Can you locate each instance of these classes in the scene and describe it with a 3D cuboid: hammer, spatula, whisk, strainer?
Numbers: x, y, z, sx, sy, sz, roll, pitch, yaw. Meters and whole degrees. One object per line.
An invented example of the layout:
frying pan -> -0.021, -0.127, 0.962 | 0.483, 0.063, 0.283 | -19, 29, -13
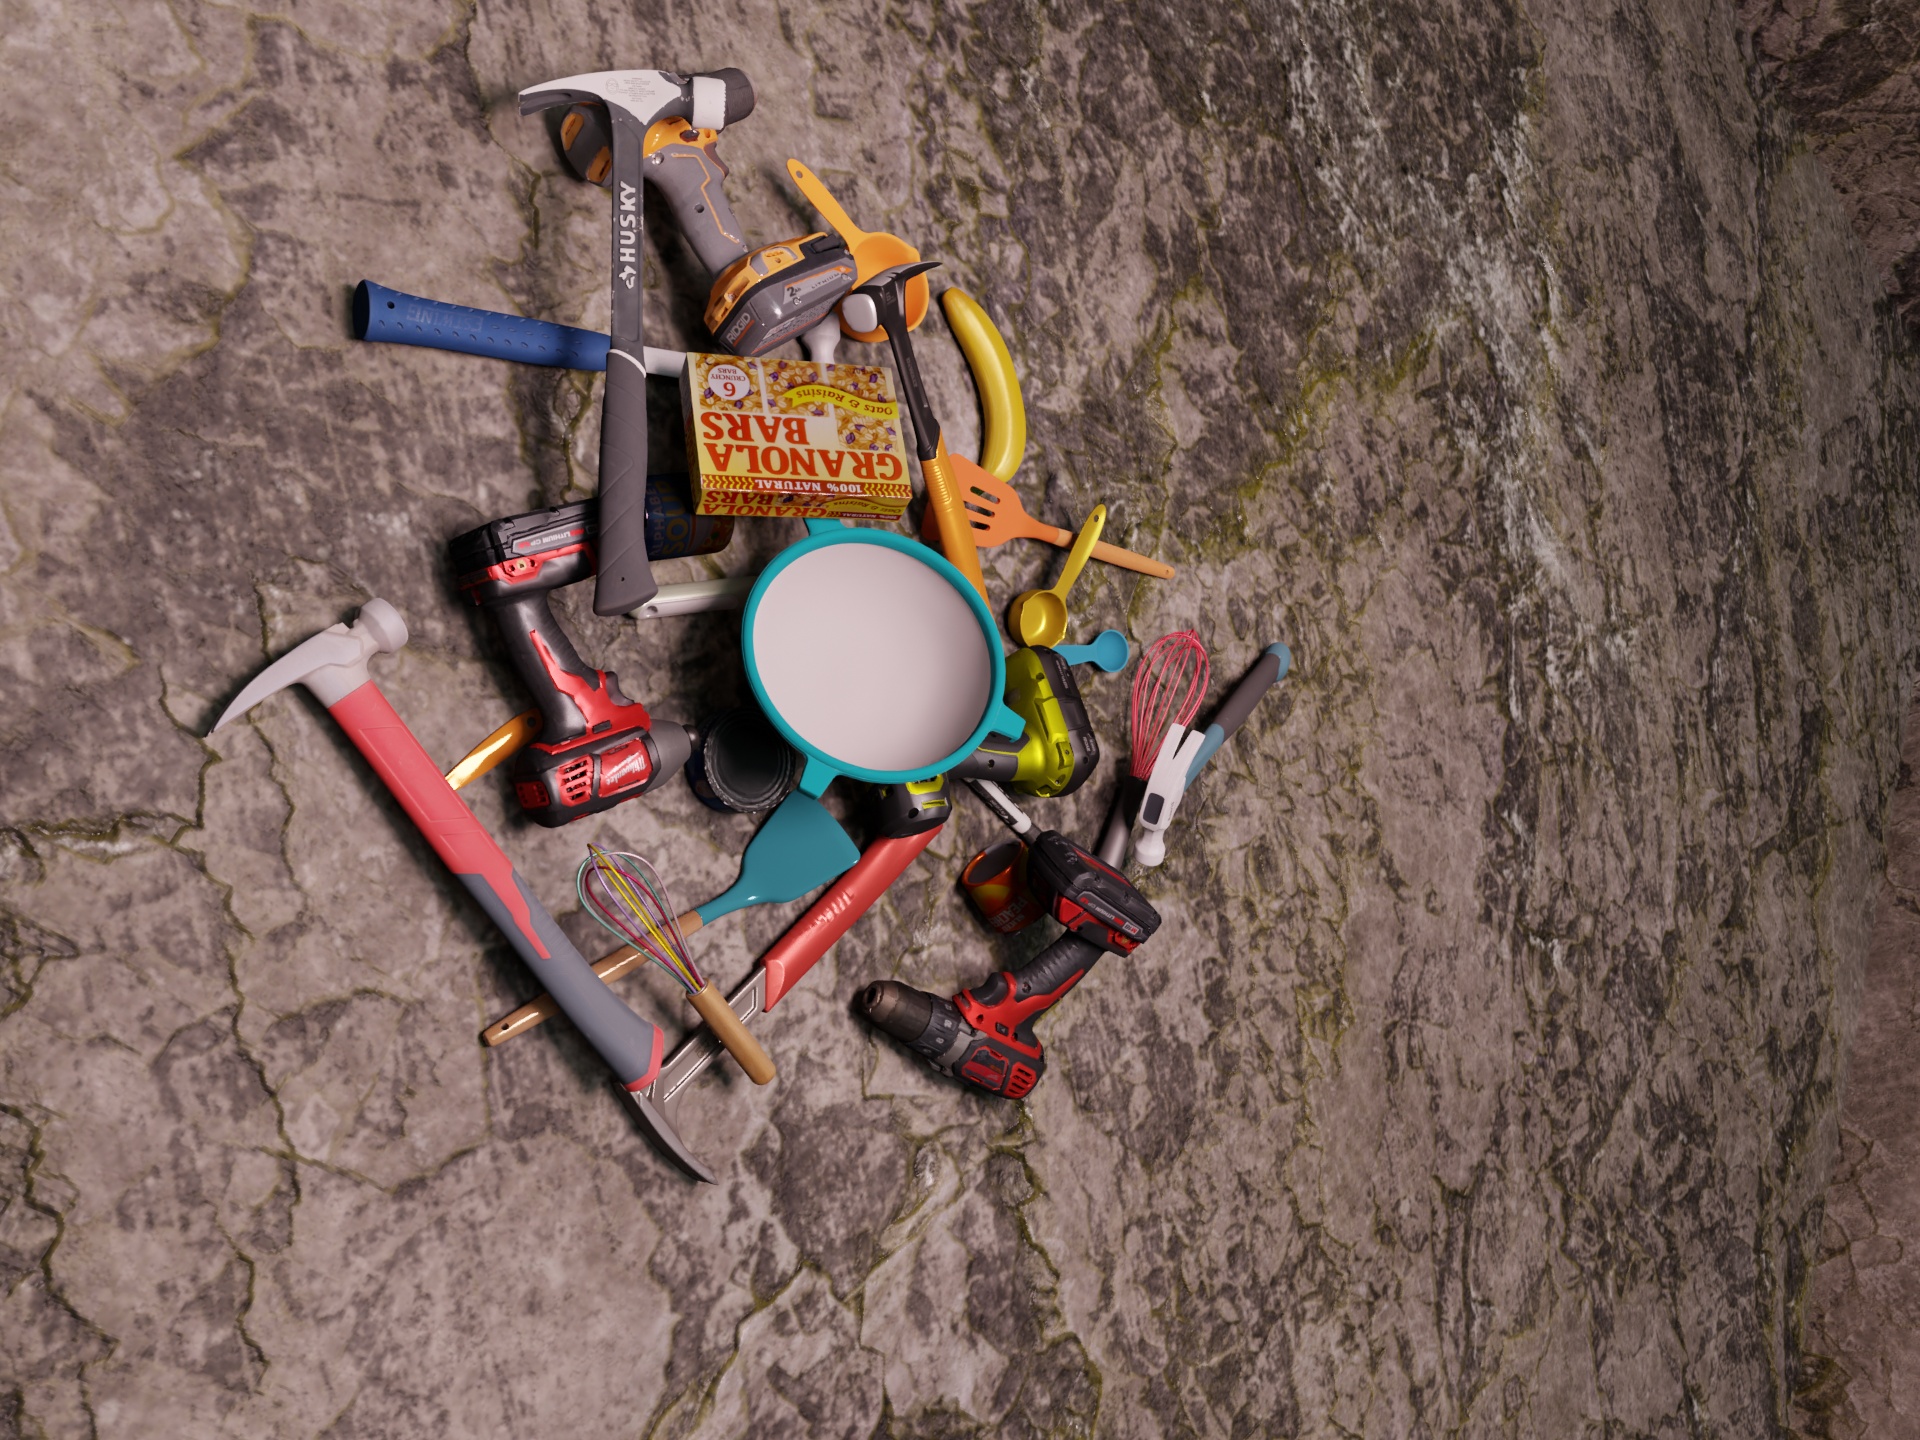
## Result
hammer -> 0.259, 0.010, 1.591 | 0.331, 0.033, 0.128 | -43, 148, -47
spatula -> 0.098, -0.175, 1.519 | 0.322, 0.041, 0.081 | 11, 103, -45
spatula -> -0.220, 0.156, 1.207 | 0.317, 0.044, 0.082 | -30, 69, -35
whisk -> -0.158, -0.105, 1.289 | 0.246, 0.057, 0.059 | -10, 57, -36
hammer -> -0.129, 0.197, 1.285 | 0.359, 0.037, 0.149 | -44, 113, -34
strainer -> -0.102, -0.095, 1.261 | 0.211, 0.095, 0.340 | -16, 74, -27
whisk -> 0.178, 0.041, 1.548 | 0.073, 0.073, 0.296 | 32, 71, -33
hammer -> -0.259, -0.276, 1.228 | 0.405, 0.035, 0.144 | 0, 85, -40
hammer -> -0.244, -0.275, 1.138 | 0.149, 0.036, 0.409 | 1, 81, -13
hammer -> -0.340, 0.112, 1.093 | 0.143, 0.038, 0.386 | -42, 106, -32
hammer -> -0.019, -0.223, 1.375 | 0.127, 0.034, 0.336 | -50, 132, -49
whisk -> -0.204, 0.183, 1.166 | 0.244, 0.047, 0.051 | 59, 41, -26

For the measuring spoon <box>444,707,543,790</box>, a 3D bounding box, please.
measuring spoon -> -0.340, 0.026, 1.142 | 0.117, 0.011, 0.021 | -44, 113, -34

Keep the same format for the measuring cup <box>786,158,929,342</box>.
measuring cup -> -0.102, -0.402, 1.365 | 0.173, 0.052, 0.095 | 48, 58, -24

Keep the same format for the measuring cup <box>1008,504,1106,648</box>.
measuring cup -> 0.093, -0.137, 1.494 | 0.062, 0.029, 0.156 | 37, 75, -37

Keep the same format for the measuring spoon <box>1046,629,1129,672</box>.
measuring spoon -> 0.106, -0.063, 1.528 | 0.128, 0.021, 0.042 | -6, 91, -31

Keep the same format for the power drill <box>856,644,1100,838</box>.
power drill -> -0.002, -0.004, 1.376 | 0.228, 0.080, 0.191 | -5, 70, -40

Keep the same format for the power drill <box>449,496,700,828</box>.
power drill -> -0.275, -0.044, 1.159 | 0.143, 0.078, 0.219 | -21, 99, -39

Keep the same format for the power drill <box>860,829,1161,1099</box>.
power drill -> 0.040, 0.207, 1.351 | 0.187, 0.080, 0.226 | 33, 99, -32

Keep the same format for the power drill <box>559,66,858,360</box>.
power drill -> -0.181, -0.414, 1.261 | 0.226, 0.084, 0.185 | 51, 50, -3
